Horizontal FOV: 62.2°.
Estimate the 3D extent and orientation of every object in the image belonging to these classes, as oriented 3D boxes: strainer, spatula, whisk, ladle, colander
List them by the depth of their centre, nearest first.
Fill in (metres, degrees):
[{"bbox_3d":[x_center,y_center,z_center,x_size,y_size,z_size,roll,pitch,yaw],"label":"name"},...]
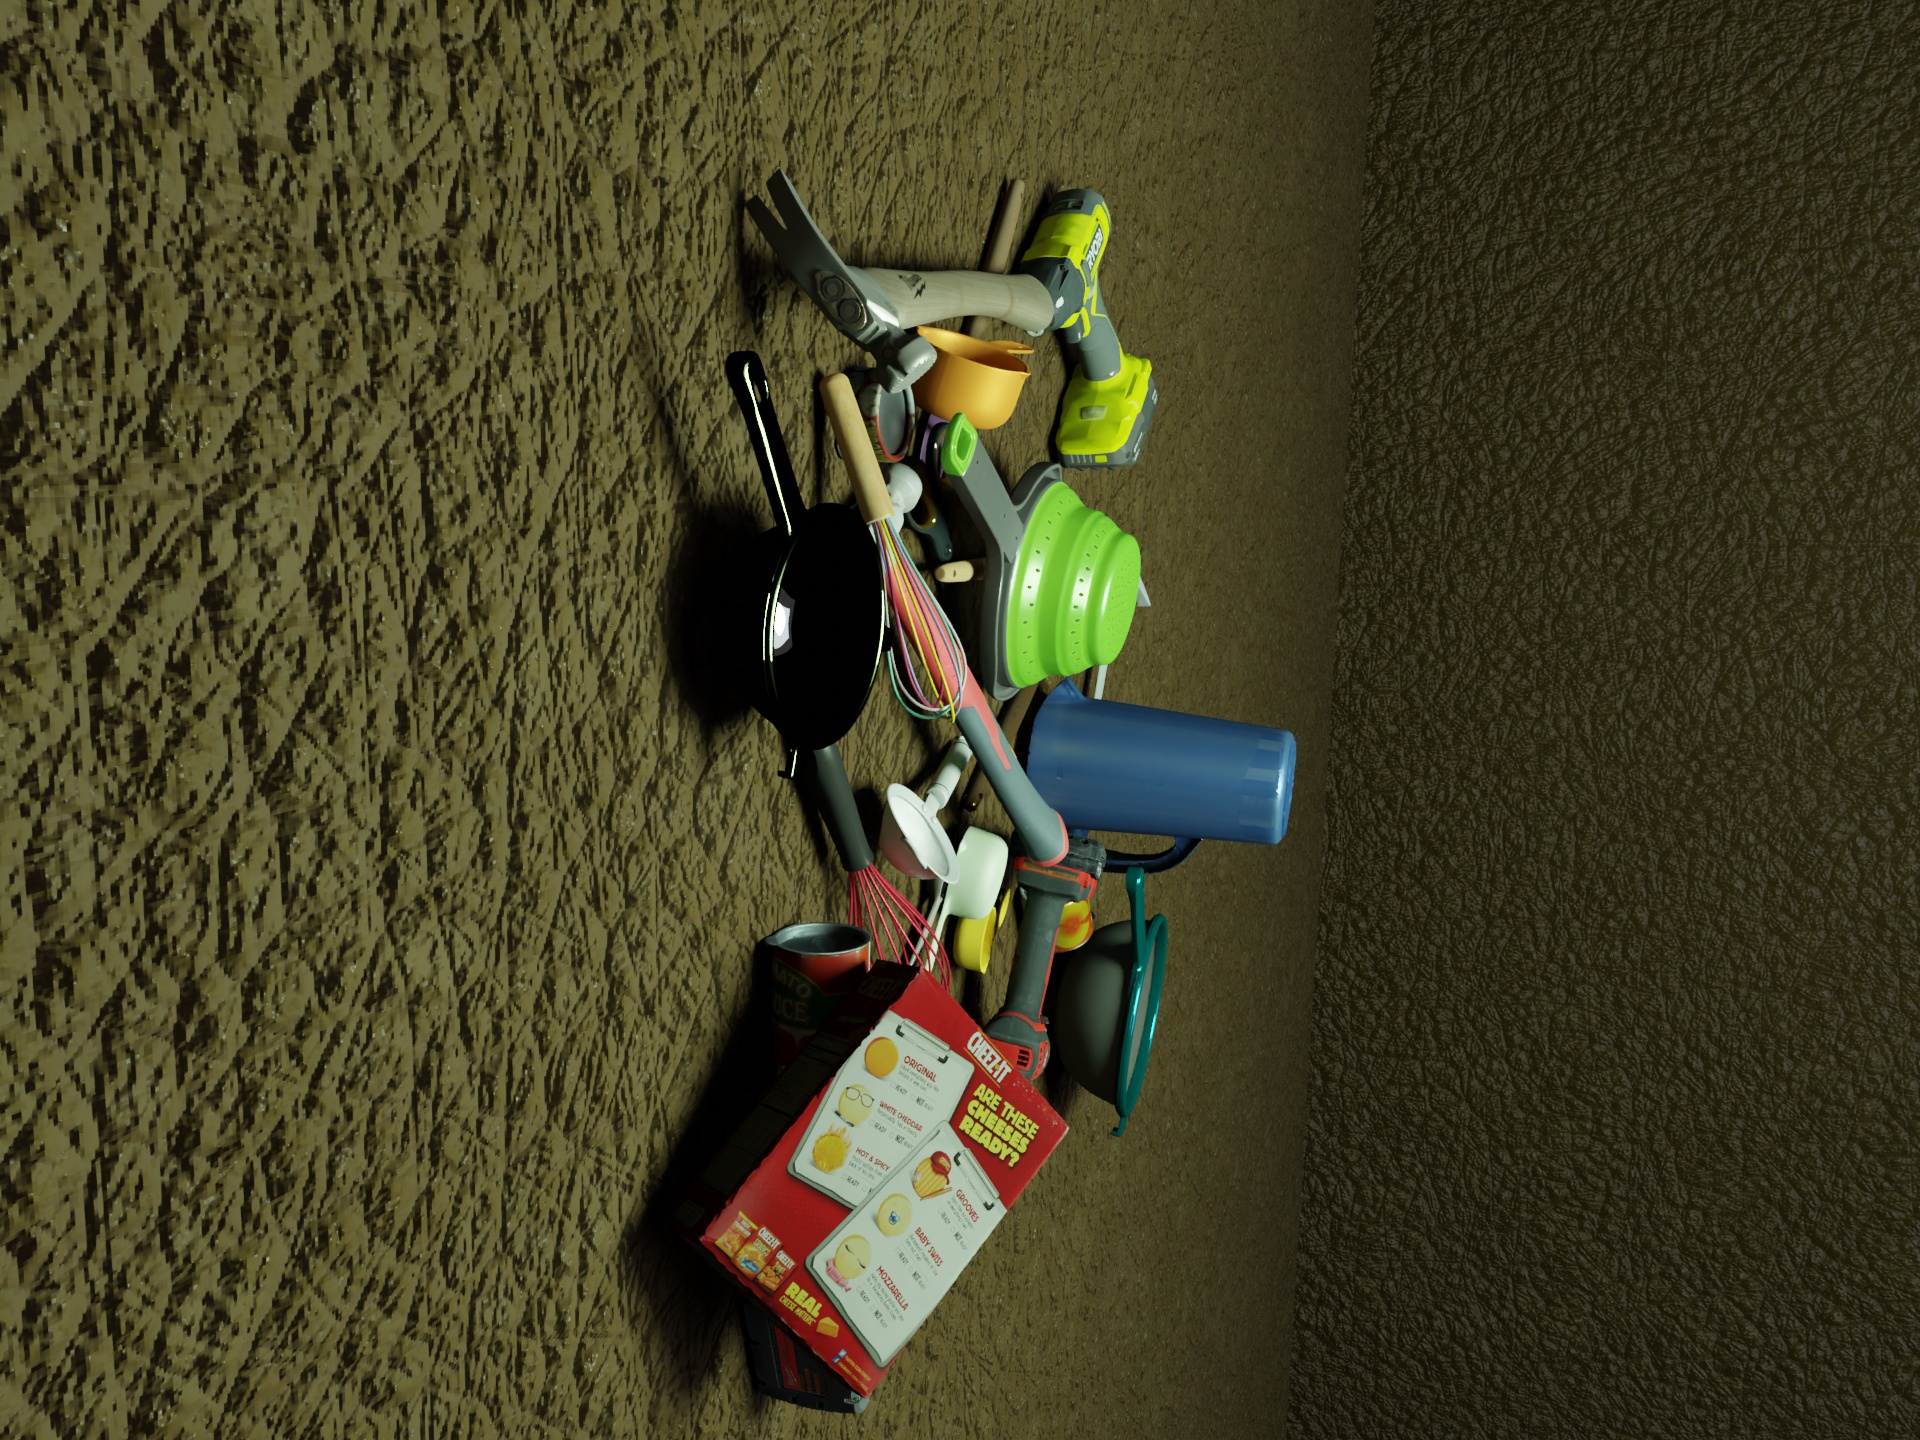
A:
[{"bbox_3d":[-0.117,-0.100,0.941,0.152,0.069,0.256,-59,146,-43],"label":"strainer"},{"bbox_3d":[-0.048,-0.113,1.067,0.047,0.051,0.245,-27,98,-71],"label":"whisk"},{"bbox_3d":[-0.067,0.114,1.131,0.073,0.073,0.295,-61,143,-46],"label":"whisk"},{"bbox_3d":[-0.021,0.064,1.229,0.087,0.050,0.258,53,21,-10],"label":"strainer"},{"bbox_3d":[0.073,-0.132,1.252,0.396,0.094,0.204,51,54,-68],"label":"colander"},{"bbox_3d":[0.010,-0.310,1.278,0.059,0.018,0.316,57,44,-59],"label":"spatula"},{"bbox_3d":[0.038,-0.133,1.351,0.315,0.031,0.069,-22,118,-68],"label":"ladle"},{"bbox_3d":[0.070,-0.035,1.456,0.082,0.044,0.318,59,41,-33],"label":"spatula"},{"bbox_3d":[0.144,0.253,1.606,0.340,0.095,0.211,82,23,-46],"label":"strainer"}]

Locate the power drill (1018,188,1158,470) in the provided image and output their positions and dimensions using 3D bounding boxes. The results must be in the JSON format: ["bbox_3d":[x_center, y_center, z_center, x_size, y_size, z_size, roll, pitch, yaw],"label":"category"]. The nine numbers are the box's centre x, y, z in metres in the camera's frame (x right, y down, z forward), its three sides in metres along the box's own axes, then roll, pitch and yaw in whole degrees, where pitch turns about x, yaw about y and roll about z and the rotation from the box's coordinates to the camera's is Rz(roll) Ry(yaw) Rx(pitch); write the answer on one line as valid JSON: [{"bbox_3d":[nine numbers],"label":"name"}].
[{"bbox_3d":[0.110,-0.342,1.450,0.223,0.080,0.171,65,36,-45],"label":"power drill"}]

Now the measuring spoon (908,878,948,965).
[{"bbox_3d":[-0.035,0.168,1.285,0.034,0.018,0.124,85,25,-66],"label":"measuring spoon"}]

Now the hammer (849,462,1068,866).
[{"bbox_3d":[-0.002,-0.004,1.214,0.385,0.038,0.143,61,40,-40],"label":"hammer"}]

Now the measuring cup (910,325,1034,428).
[{"bbox_3d":[0.017,-0.261,1.212,0.173,0.095,0.052,-34,147,-64],"label":"measuring cup"}]

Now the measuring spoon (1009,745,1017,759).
[{"bbox_3d":[0.028,0.008,1.368,0.116,0.011,0.021,57,46,-37],"label":"measuring spoon"}]

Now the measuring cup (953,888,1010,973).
[{"bbox_3d":[0.020,0.177,1.417,0.156,0.029,0.062,-47,145,-75],"label":"measuring cup"}]

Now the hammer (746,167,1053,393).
[{"bbox_3d":[-0.015,-0.308,1.120,0.146,0.038,0.410,51,23,0],"label":"hammer"}]

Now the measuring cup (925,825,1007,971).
[{"bbox_3d":[0.003,0.164,1.308,0.083,0.038,0.168,94,12,-53],"label":"measuring cup"}]

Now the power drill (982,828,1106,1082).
[{"bbox_3d":[0.068,0.216,1.424,0.187,0.080,0.227,53,50,-78],"label":"power drill"}]

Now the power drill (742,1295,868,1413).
[{"bbox_3d":[-0.073,0.383,1.157,0.220,0.078,0.143,-52,141,-59],"label":"power drill"}]

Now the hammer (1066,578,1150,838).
[{"bbox_3d":[0.138,0.017,1.647,0.144,0.035,0.406,40,58,-64],"label":"hammer"}]
